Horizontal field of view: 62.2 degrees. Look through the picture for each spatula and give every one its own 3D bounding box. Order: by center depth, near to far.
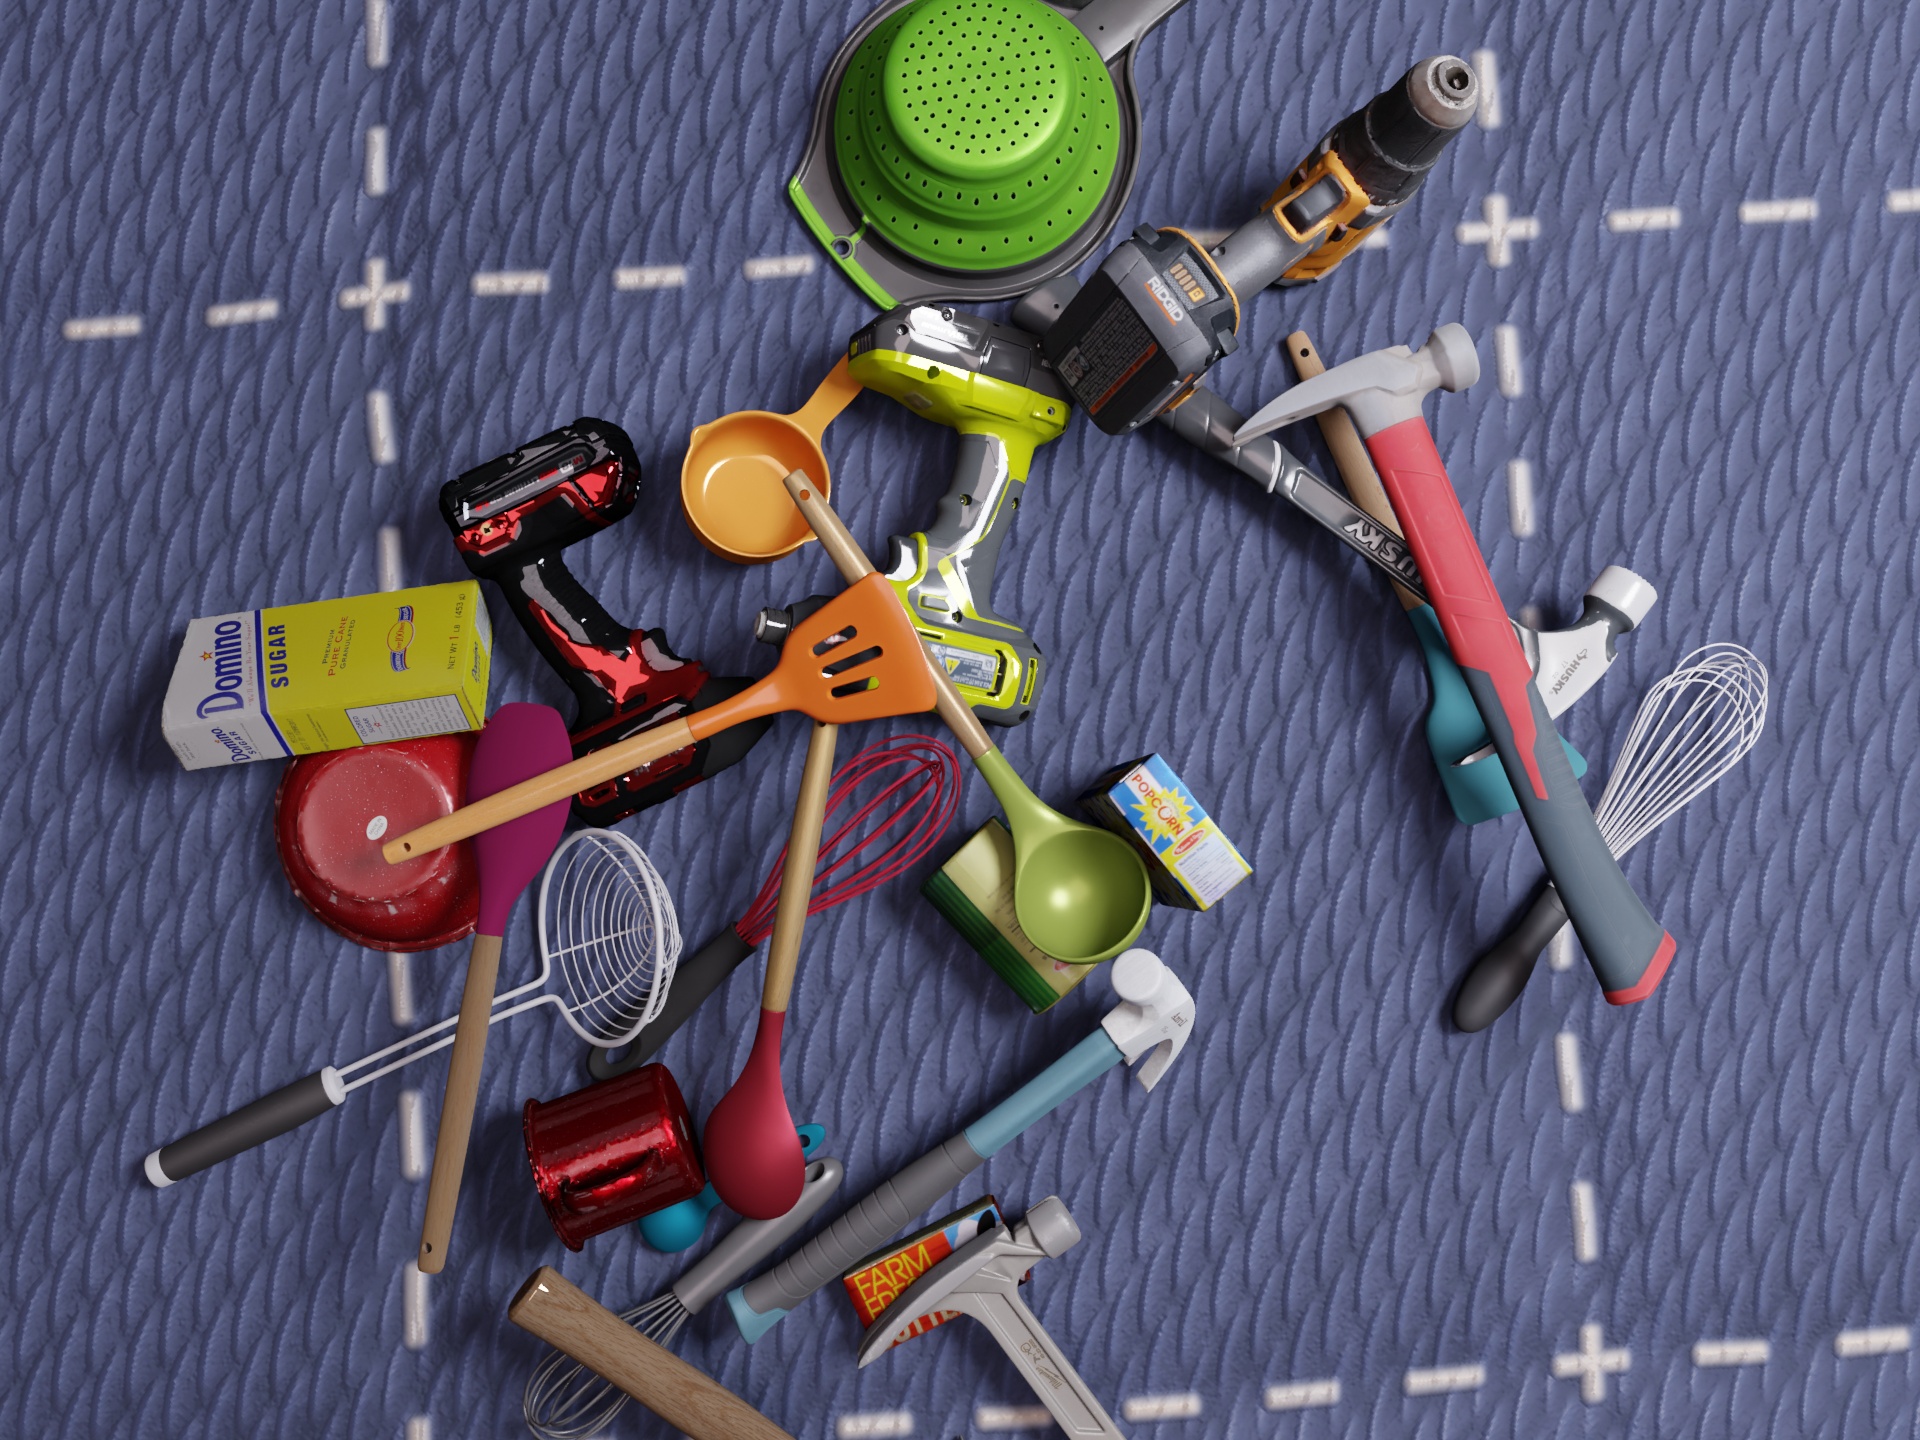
[{"bbox_3d":[-0.172,0.014,0.876,0.322,0.041,0.081,-23,95,2],"label":"spatula"},{"bbox_3d":[0.271,-0.095,0.965,0.082,0.044,0.317,-25,87,3],"label":"spatula"}]

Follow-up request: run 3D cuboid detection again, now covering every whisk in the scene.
[{"bbox_3d":[-0.164,0.343,0.951,0.239,0.055,0.055,-40,89,-6],"label":"whisk"},{"bbox_3d":[-0.115,0.117,0.952,0.296,0.073,0.073,-42,89,5],"label":"whisk"},{"bbox_3d":[0.386,0.073,0.957,0.070,0.070,0.284,37,93,1],"label":"whisk"}]

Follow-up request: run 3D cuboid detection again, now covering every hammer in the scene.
[{"bbox_3d":[0.286,-0.022,0.893,0.143,0.038,0.386,-22,83,6],"label":"hammer"},{"bbox_3d":[-0.003,0.252,0.919,0.331,0.128,0.033,-37,58,3],"label":"hammer"},{"bbox_3d":[-0.117,0.419,0.924,0.331,0.031,0.130,39,85,-11],"label":"hammer"},{"bbox_3d":[0.098,0.462,0.936,0.149,0.037,0.359,-36,93,-1],"label":"hammer"},{"bbox_3d":[0.199,-0.135,0.949,0.409,0.036,0.149,37,90,8],"label":"hammer"}]

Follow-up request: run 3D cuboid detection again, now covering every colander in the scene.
[{"bbox_3d":[0.073,-0.415,0.949,0.397,0.094,0.204,-40,89,-1],"label":"colander"}]

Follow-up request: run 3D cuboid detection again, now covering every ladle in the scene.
[{"bbox_3d":[-0.001,-0.003,0.874,0.078,0.062,0.320,-35,97,0],"label":"ladle"},{"bbox_3d":[-0.101,0.140,0.913,0.069,0.031,0.315,13,96,20],"label":"ladle"}]

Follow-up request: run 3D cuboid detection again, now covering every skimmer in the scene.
[{"bbox_3d":[-0.327,0.183,0.930,0.363,0.090,0.127,-26,69,0],"label":"skimmer"}]

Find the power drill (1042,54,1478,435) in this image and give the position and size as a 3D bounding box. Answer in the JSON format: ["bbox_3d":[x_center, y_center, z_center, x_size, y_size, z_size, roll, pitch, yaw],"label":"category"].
[{"bbox_3d":[0.169,-0.265,0.872,0.226,0.185,0.084,-37,91,-20],"label":"power drill"}]

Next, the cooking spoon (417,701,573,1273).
[{"bbox_3d":[-0.269,0.146,0.894,0.069,0.017,0.319,6,83,15],"label":"cooking spoon"}]

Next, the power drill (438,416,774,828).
[{"bbox_3d":[-0.204,-0.060,0.948,0.143,0.078,0.219,-25,92,0],"label":"power drill"}]

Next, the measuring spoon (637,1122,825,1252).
[{"bbox_3d":[-0.138,0.281,0.961,0.128,0.021,0.042,-31,89,0],"label":"measuring spoon"}]

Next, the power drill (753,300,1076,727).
[{"bbox_3d":[-0.021,-0.120,0.929,0.171,0.080,0.223,12,88,-23],"label":"power drill"}]

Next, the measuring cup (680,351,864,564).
[{"bbox_3d":[-0.099,-0.169,0.965,0.095,0.052,0.173,40,76,-7],"label":"measuring cup"}]
